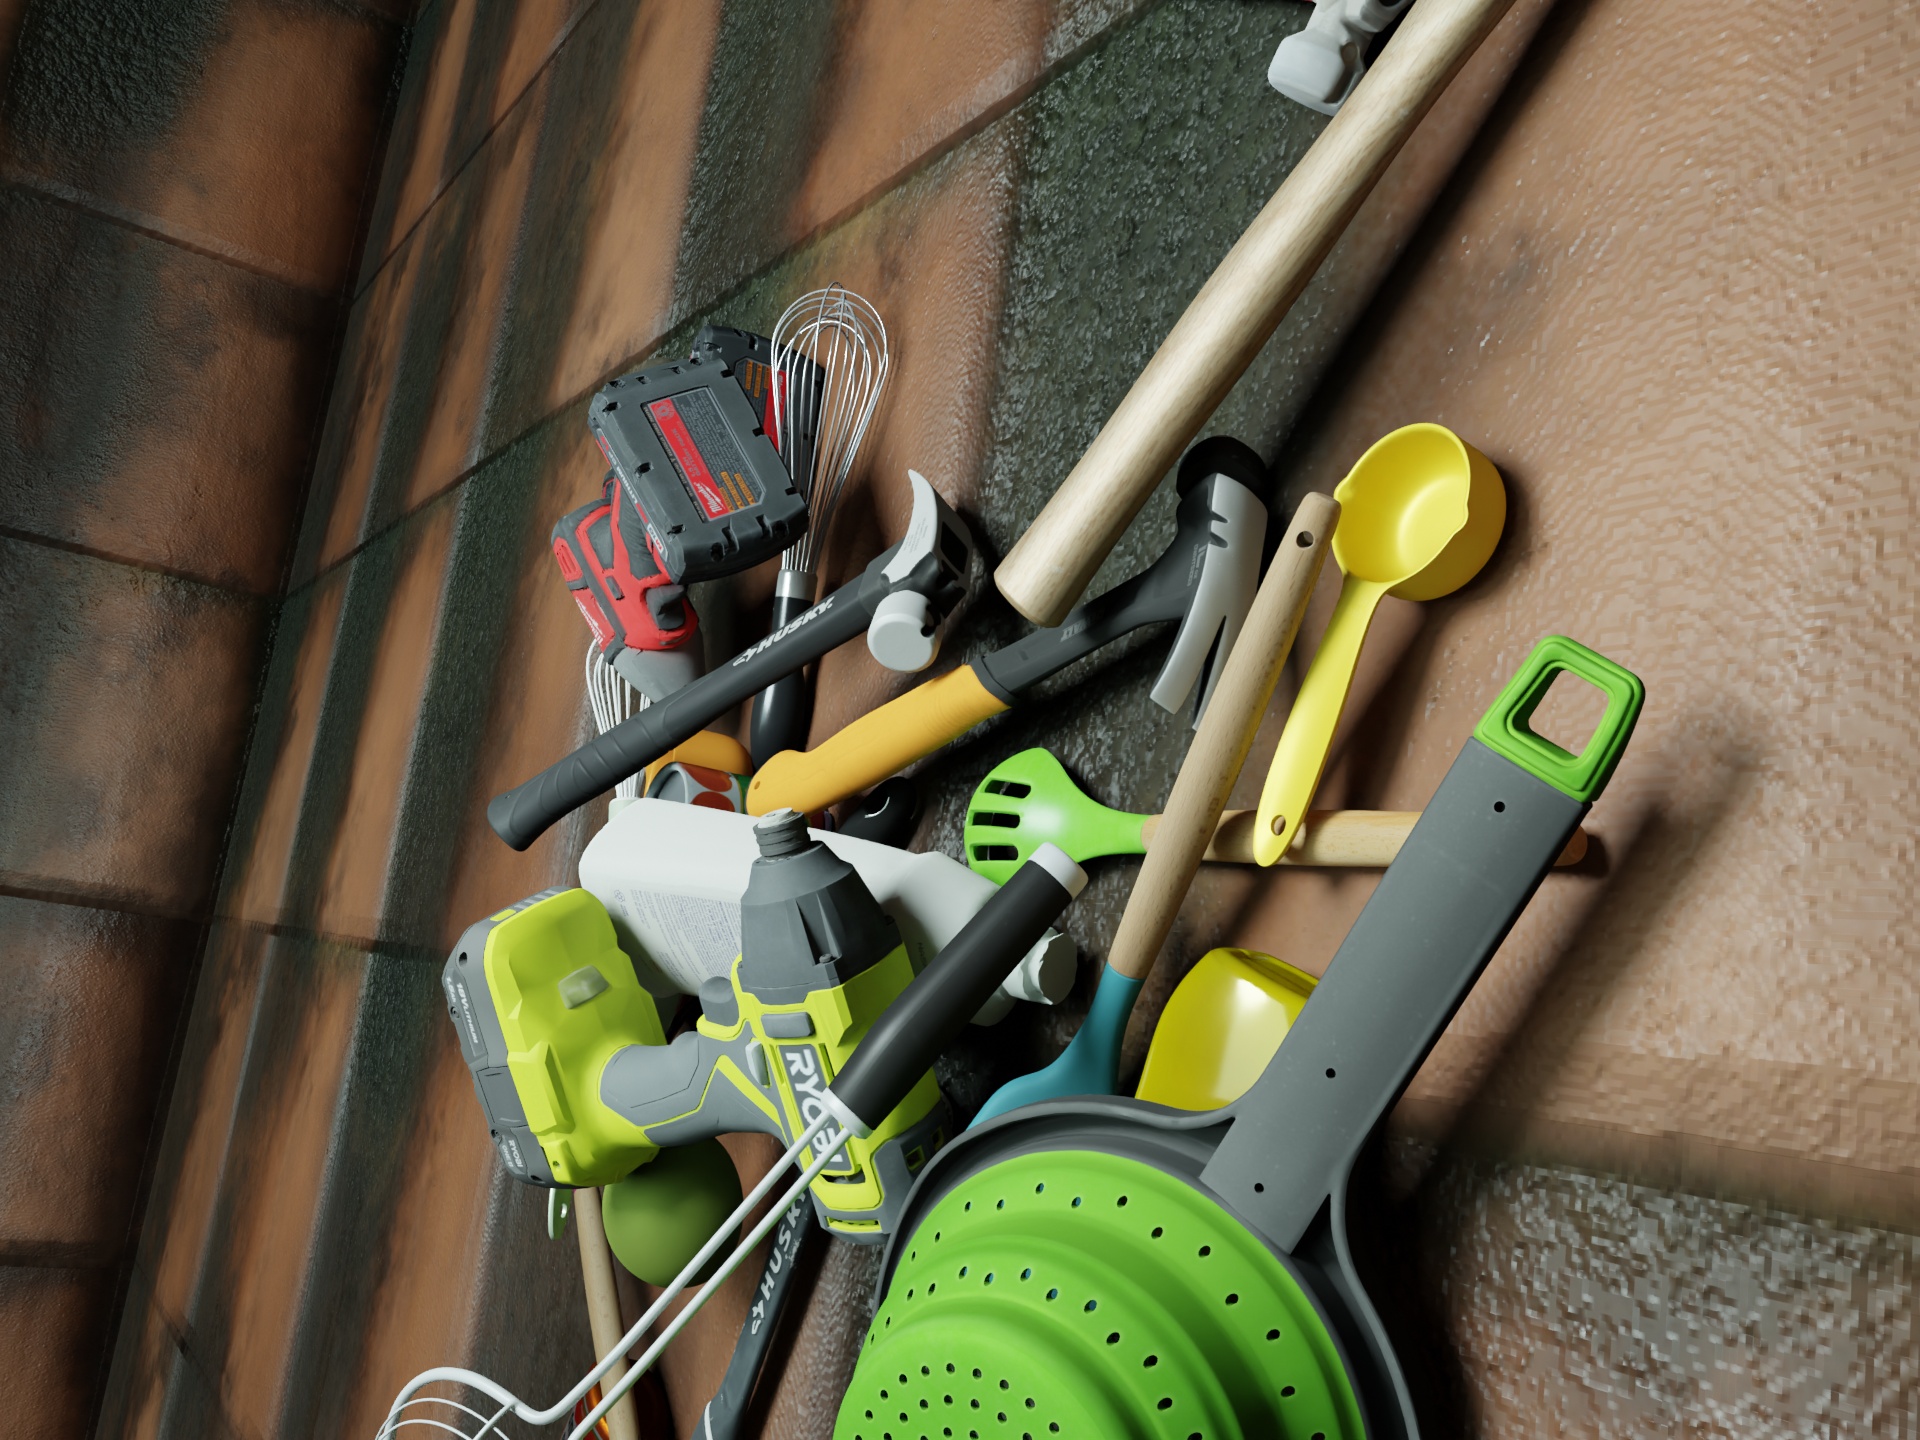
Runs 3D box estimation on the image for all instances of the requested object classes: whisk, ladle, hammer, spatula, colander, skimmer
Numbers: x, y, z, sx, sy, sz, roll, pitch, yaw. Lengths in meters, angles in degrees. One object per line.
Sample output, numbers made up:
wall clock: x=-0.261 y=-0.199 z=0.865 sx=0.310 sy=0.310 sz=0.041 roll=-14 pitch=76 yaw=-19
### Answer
whisk: x=-0.088 y=-0.108 z=0.905 sx=0.070 sy=0.070 sz=0.284 roll=6 pitch=87 yaw=58
ladle: x=-0.180 y=0.234 z=0.887 sx=0.320 sy=0.062 sz=0.078 roll=-179 pitch=98 yaw=-72
hammer: x=-0.001 y=-0.002 z=0.701 sx=0.337 sy=0.034 sz=0.127 roll=-28 pitch=39 yaw=47
spatula: x=0.067 y=0.071 z=0.561 sx=0.082 sy=0.044 sz=0.317 roll=24 pitch=111 yaw=15
hammer: x=-0.113 y=0.327 z=0.778 sx=0.149 sy=0.036 sz=0.409 roll=35 pitch=107 yaw=58
whisk: x=-0.090 y=0.117 z=0.823 sx=0.239 sy=0.055 sz=0.055 roll=-54 pitch=38 yaw=24
colander: x=0.065 y=0.152 z=0.450 sx=0.205 sy=0.094 sz=0.397 roll=36 pitch=109 yaw=30
whisk: x=-0.220 y=0.047 z=1.050 sx=0.057 sy=0.059 sz=0.246 roll=81 pitch=-174 yaw=-70
skimmer: x=-0.077 y=0.194 z=0.579 sx=0.127 sy=0.090 sz=0.363 roll=38 pitch=79 yaw=22
hammer: x=0.115 y=-0.172 z=0.571 sx=0.331 sy=0.031 sz=0.130 roll=-53 pitch=51 yaw=20
hammer: x=0.094 y=-0.379 z=0.745 sx=0.143 sy=0.038 sz=0.387 roll=-64 pitch=34 yaw=15
hammer: x=-0.129 y=-0.014 z=0.819 sx=0.335 sy=0.035 sz=0.146 roll=-29 pitch=28 yaw=29

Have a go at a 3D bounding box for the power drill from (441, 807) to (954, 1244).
power drill: x=-0.113 y=0.128 z=0.677 sx=0.223 sy=0.080 sz=0.171 roll=-10 pitch=101 yaw=36

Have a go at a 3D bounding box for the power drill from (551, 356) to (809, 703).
power drill: x=-0.166 y=-0.092 z=0.897 sx=0.143 sy=0.078 sz=0.219 roll=61 pitch=151 yaw=9

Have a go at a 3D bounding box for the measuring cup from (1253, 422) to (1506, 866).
measuring cup: x=0.137 y=-0.021 z=0.535 sx=0.062 sy=0.029 sz=0.156 roll=31 pitch=102 yaw=57

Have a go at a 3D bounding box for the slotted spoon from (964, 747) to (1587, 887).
slotted spoon: x=0.090 y=0.041 z=0.590 sx=0.314 sy=0.031 sz=0.070 roll=-4 pitch=73 yaw=55

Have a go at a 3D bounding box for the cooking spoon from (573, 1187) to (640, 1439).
cooking spoon: x=-0.214 y=0.293 z=0.924 sx=0.319 sy=0.017 sz=0.068 roll=-121 pitch=21 yaw=-53

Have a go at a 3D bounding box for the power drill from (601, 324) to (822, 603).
power drill: x=-0.178 y=-0.182 z=1.053 sx=0.227 sy=0.080 sz=0.188 roll=-20 pitch=61 yaw=56

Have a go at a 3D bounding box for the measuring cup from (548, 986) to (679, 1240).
measuring cup: x=-0.176 y=0.176 z=0.804 sx=0.038 sy=0.083 sz=0.168 roll=-1 pitch=64 yaw=12

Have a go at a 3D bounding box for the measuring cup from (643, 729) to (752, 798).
measuring cup: x=-0.163 y=0.037 z=0.966 sx=0.174 sy=0.052 sz=0.095 roll=-128 pitch=53 yaw=-69
